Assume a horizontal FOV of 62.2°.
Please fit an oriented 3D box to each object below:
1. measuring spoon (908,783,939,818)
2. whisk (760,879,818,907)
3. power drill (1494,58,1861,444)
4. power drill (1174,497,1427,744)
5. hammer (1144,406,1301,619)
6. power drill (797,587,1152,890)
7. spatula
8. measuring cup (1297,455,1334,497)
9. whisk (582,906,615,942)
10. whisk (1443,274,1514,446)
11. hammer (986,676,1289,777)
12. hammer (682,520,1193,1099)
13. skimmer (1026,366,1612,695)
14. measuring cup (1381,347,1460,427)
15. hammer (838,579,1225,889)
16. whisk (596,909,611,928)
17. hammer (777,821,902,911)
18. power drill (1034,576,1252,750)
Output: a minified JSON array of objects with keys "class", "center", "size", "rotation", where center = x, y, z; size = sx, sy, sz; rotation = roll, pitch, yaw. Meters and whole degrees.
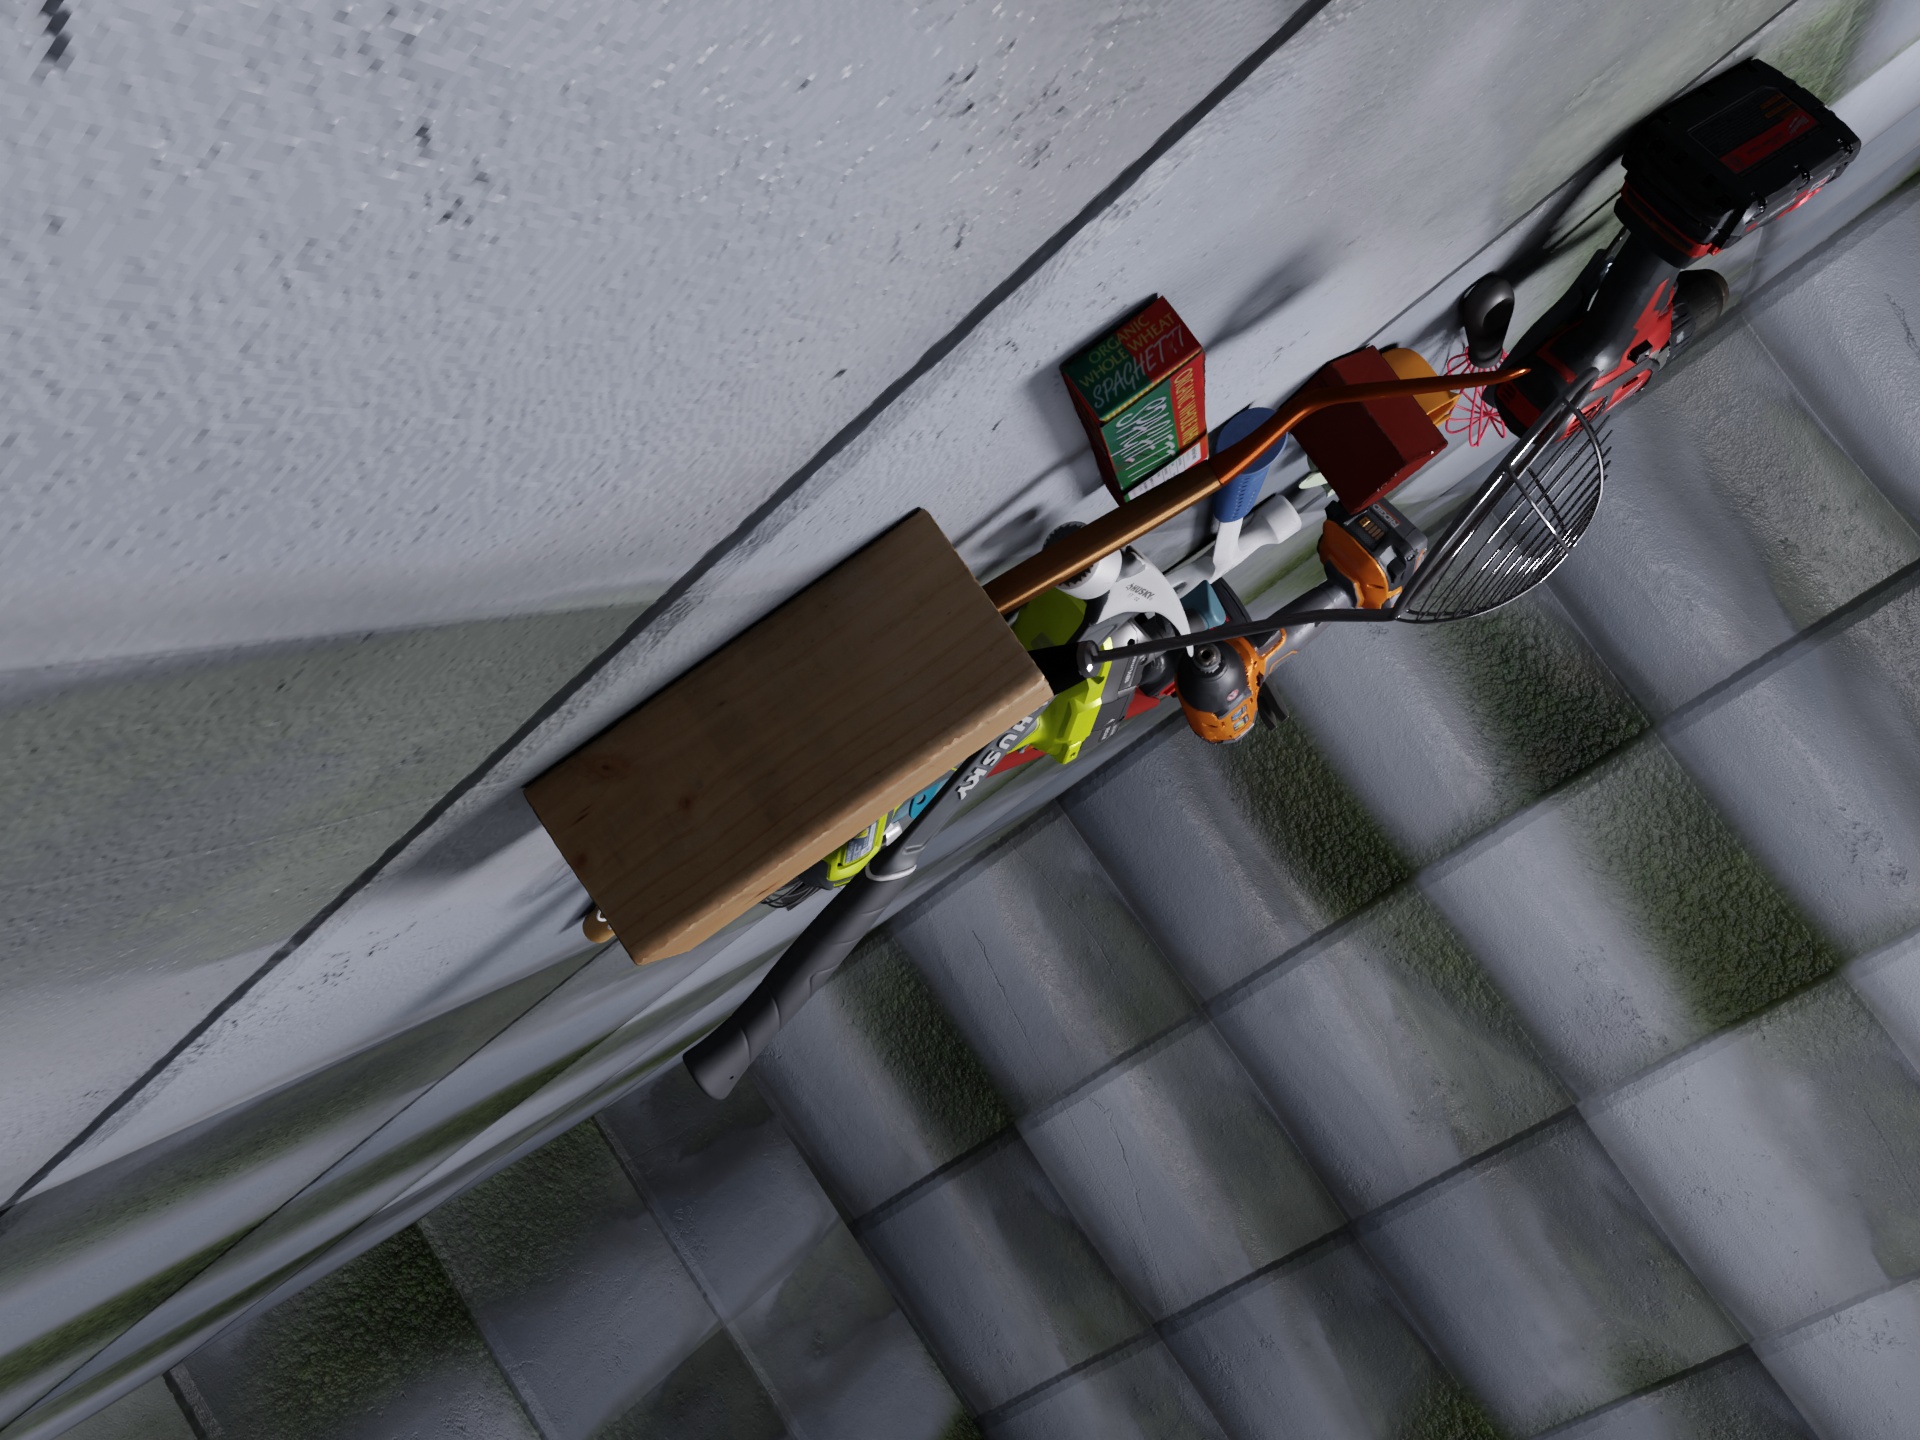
[{"class":"measuring spoon","center":[-0.014,0.007,1.035],"size":[0.042,0.021,0.128],"rotation":[-7,128,-48]},{"class":"whisk","center":[-0.076,0.065,1.229],"size":[0.239,0.055,0.055],"rotation":[-41,172,11]},{"class":"power drill","center":[0.435,-0.278,0.960],"size":[0.188,0.080,0.226],"rotation":[-32,160,-20]},{"class":"power drill","center":[0.266,-0.082,1.278],"size":[0.226,0.084,0.164],"rotation":[-42,160,1]},{"class":"hammer","center":[0.181,-0.138,1.081],"size":[0.144,0.035,0.405],"rotation":[-35,173,4]},{"class":"power drill","center":[-0.001,-0.003,0.930],"size":[0.223,0.080,0.171],"rotation":[-28,154,-26]},{"class":"spatula","center":[0.100,-0.093,0.731],"size":[0.322,0.041,0.081],"rotation":[-29,-177,15]},{"class":"measuring cup","center":[0.258,-0.187,1.097],"size":[0.083,0.038,0.167],"rotation":[-40,171,35]},{"class":"whisk","center":[-0.171,0.085,0.947],"size":[0.051,0.047,0.245],"rotation":[-26,174,-42]},{"class":"whisk","center":[0.367,-0.252,1.111],"size":[0.073,0.073,0.295],"rotation":[-36,166,12]},{"class":"hammer","center":[0.141,-0.006,1.445],"size":[0.359,0.149,0.036],"rotation":[-22,162,-35]},{"class":"hammer","center":[-0.024,0.067,0.890],"size":[0.409,0.036,0.149],"rotation":[-50,149,16]},{"class":"skimmer","center":[0.109,-0.068,0.724],"size":[0.363,0.090,0.127],"rotation":[-11,-175,25]},{"class":"measuring cup","center":[0.284,-0.206,1.044],"size":[0.095,0.052,0.173],"rotation":[-39,173,33]},{"class":"hammer","center":[0.044,0.002,1.117],"size":[0.331,0.033,0.128],"rotation":[-32,-158,1]},{"class":"whisk","center":[-0.121,0.036,0.818],"size":[0.246,0.059,0.058],"rotation":[-45,180,32]},{"class":"hammer","center":[-0.065,0.082,1.381],"size":[0.146,0.035,0.334],"rotation":[-31,174,-29]},{"class":"power drill","center":[0.149,-0.053,1.354],"size":[0.219,0.078,0.143],"rotation":[-24,167,-44]}]
